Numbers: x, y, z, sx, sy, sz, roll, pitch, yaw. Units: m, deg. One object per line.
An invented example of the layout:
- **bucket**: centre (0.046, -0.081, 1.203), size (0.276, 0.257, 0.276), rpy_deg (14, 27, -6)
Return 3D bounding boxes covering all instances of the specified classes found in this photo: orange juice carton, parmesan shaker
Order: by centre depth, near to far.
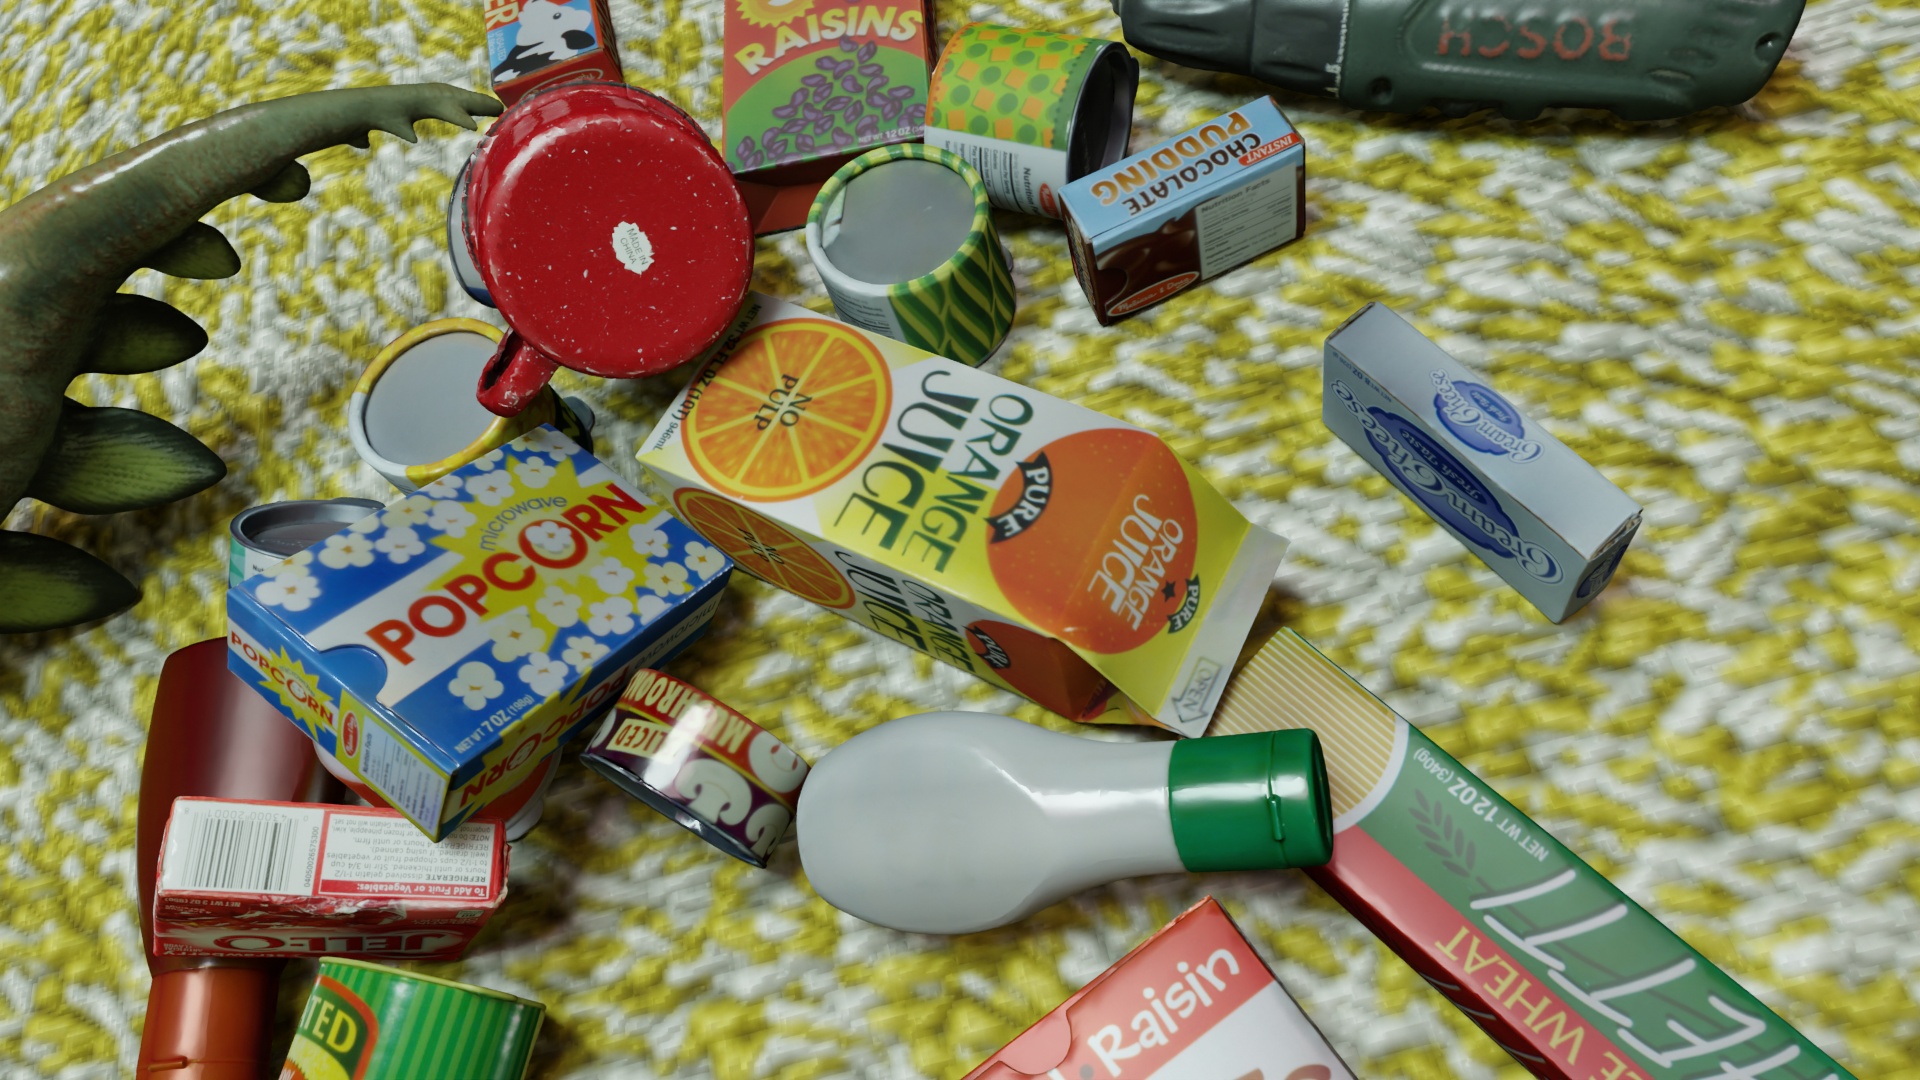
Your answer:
- **parmesan shaker**: centre (-0.163, 0.176, 0.389), size (0.071, 0.071, 0.103), rpy_deg (5, 65, 15)
- **orange juice carton**: centre (0.002, -0.006, 0.442), size (0.193, 0.072, 0.072), rpy_deg (22, 69, 21)

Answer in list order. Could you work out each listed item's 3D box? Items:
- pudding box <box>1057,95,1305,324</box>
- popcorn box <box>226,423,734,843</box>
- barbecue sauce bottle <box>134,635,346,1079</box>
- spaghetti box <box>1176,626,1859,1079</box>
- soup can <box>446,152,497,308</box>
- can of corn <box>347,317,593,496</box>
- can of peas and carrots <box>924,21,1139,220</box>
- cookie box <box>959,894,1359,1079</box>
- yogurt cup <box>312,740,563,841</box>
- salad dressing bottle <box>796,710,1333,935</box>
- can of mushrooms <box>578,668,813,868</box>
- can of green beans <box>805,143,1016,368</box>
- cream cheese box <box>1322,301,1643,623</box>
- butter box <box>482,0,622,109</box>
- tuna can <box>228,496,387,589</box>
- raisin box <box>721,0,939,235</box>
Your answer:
- **pudding box**: centre (0.080, -0.117, 0.494), size (0.084, 0.049, 0.030), rpy_deg (-25, 60, 0)
- **popcorn box**: centre (-0.143, 0.022, 0.429), size (0.085, 0.038, 0.127), rpy_deg (36, 39, 9)
- **barbecue sauce bottle**: centre (-0.239, 0.106, 0.456), size (0.065, 0.043, 0.149), rpy_deg (-8, 63, 3)
- **spaghetti box**: centre (0.166, 0.119, 0.368), size (0.050, 0.028, 0.250), rpy_deg (-44, 63, -10)
- **soup can**: centre (-0.140, -0.117, 0.536), size (0.084, 0.071, 0.071), rpy_deg (11, 67, 17)
- **can of corn**: centre (-0.176, -0.041, 0.507), size (0.071, 0.058, 0.071), rpy_deg (-5, 63, 10)
- **can of peas and carrots**: centre (0.027, -0.157, 0.517), size (0.059, 0.070, 0.071), rpy_deg (16, 69, 20)
- **cookie box**: centre (0.068, 0.194, 0.346), size (0.123, 0.040, 0.168), rpy_deg (-35, 62, -6)
- **yogurt cup**: centre (-0.174, 0.062, 0.458), size (0.072, 0.053, 0.072), rpy_deg (-5, 62, 10)
- **salad dressing bottle**: centre (0.028, 0.078, 0.393), size (0.147, 0.044, 0.064), rpy_deg (-8, 93, 21)
- **can of mushrooms**: centre (-0.081, 0.069, 0.424), size (0.071, 0.070, 0.033), rpy_deg (24, 70, 22)
- **can of green beans**: centre (-0.017, -0.100, 0.502), size (0.071, 0.057, 0.071), rpy_deg (-5, 63, 10)
- **cream cheese box**: centre (0.157, -0.024, 0.429), size (0.024, 0.053, 0.104), rpy_deg (-39, 62, -6)
- **butter box**: centre (-0.188, -0.241, 0.630), size (0.053, 0.024, 0.104), rpy_deg (-18, 61, 4)
- **tuna can**: centre (-0.219, 0.010, 0.487), size (0.071, 0.071, 0.032), rpy_deg (17, 107, 20)
- **raisin box**: centre (-0.052, -0.191, 0.567), size (0.086, 0.040, 0.124), rpy_deg (-9, 62, 9)
